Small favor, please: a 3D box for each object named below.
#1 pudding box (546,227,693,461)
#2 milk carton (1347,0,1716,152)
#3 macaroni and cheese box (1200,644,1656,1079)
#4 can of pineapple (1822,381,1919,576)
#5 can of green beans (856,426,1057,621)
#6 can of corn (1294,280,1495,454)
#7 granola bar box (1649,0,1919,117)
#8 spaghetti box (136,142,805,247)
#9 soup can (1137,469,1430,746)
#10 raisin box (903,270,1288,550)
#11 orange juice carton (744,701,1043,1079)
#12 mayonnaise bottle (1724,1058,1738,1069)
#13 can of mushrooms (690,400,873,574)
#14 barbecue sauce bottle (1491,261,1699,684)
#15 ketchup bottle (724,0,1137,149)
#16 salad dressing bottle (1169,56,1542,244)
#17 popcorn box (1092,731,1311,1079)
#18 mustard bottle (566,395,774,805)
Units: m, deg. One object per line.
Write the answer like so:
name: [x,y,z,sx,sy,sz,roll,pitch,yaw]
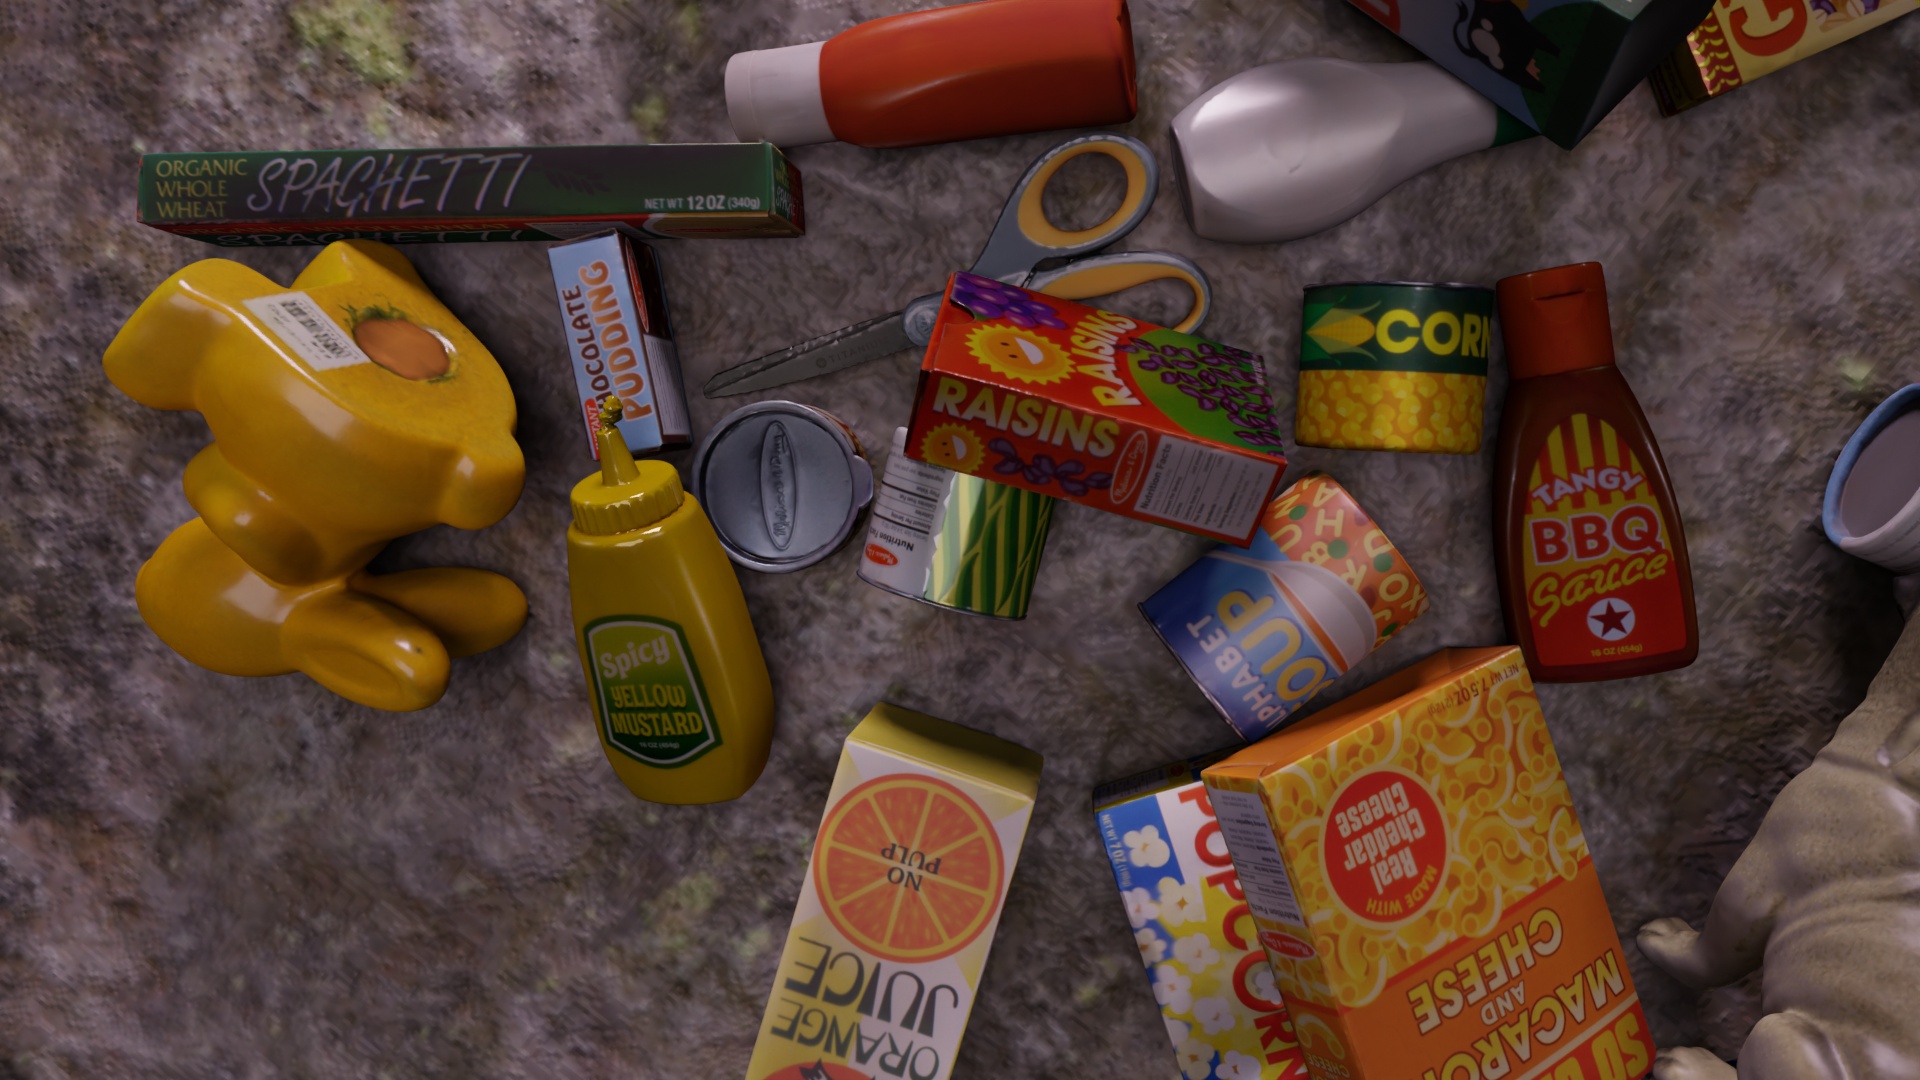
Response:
pudding box: [-0.129,-0.074,0.536,0.030,0.050,0.083,-11,94,5]
milk carton: [0.159,-0.225,0.467,0.072,0.073,0.191,-44,71,-5]
macaroni and cheese box: [0.170,0.137,0.495,0.124,0.040,0.166,-21,93,-23]
can of pineapple: [0.350,-0.017,0.486,0.058,0.071,0.071,23,96,4]
can of green beans: [0.000,-0.007,0.519,0.071,0.071,0.057,16,95,4]
can of corn: [0.156,-0.061,0.498,0.071,0.071,0.058,3,95,5]
granola bar box: [0.283,-0.253,0.489,0.124,0.039,0.165,-23,92,7]
spaghetti box: [-0.188,-0.133,0.537,0.250,0.050,0.028,1,92,6]
soup can: [0.118,0.025,0.507,0.083,0.071,0.071,-39,90,7]
raisin box: [0.047,-0.049,0.491,0.123,0.086,0.039,15,123,-3]
orange juice carton: [-0.030,0.168,0.531,0.073,0.072,0.192,17,95,5]
mayonnaise bottle: [0.232,0.234,0.524,0.148,0.041,0.064,-20,93,7]
can of mushrooms: [-0.066,-0.021,0.541,0.071,0.033,0.071,0,93,6]
barbecue sauce bottle: [0.225,-0.025,0.507,0.065,0.044,0.148,-9,93,14]
ketchup bottle: [-0.011,-0.170,0.513,0.149,0.065,0.043,-3,85,13]
salad dressing bottle: [0.153,-0.151,0.507,0.148,0.044,0.064,-14,87,5]
popcorn box: [0.109,0.145,0.532,0.085,0.038,0.126,-18,92,5]
mustard bottle: [-0.114,0.023,0.517,0.065,0.049,0.159,-4,115,15]
